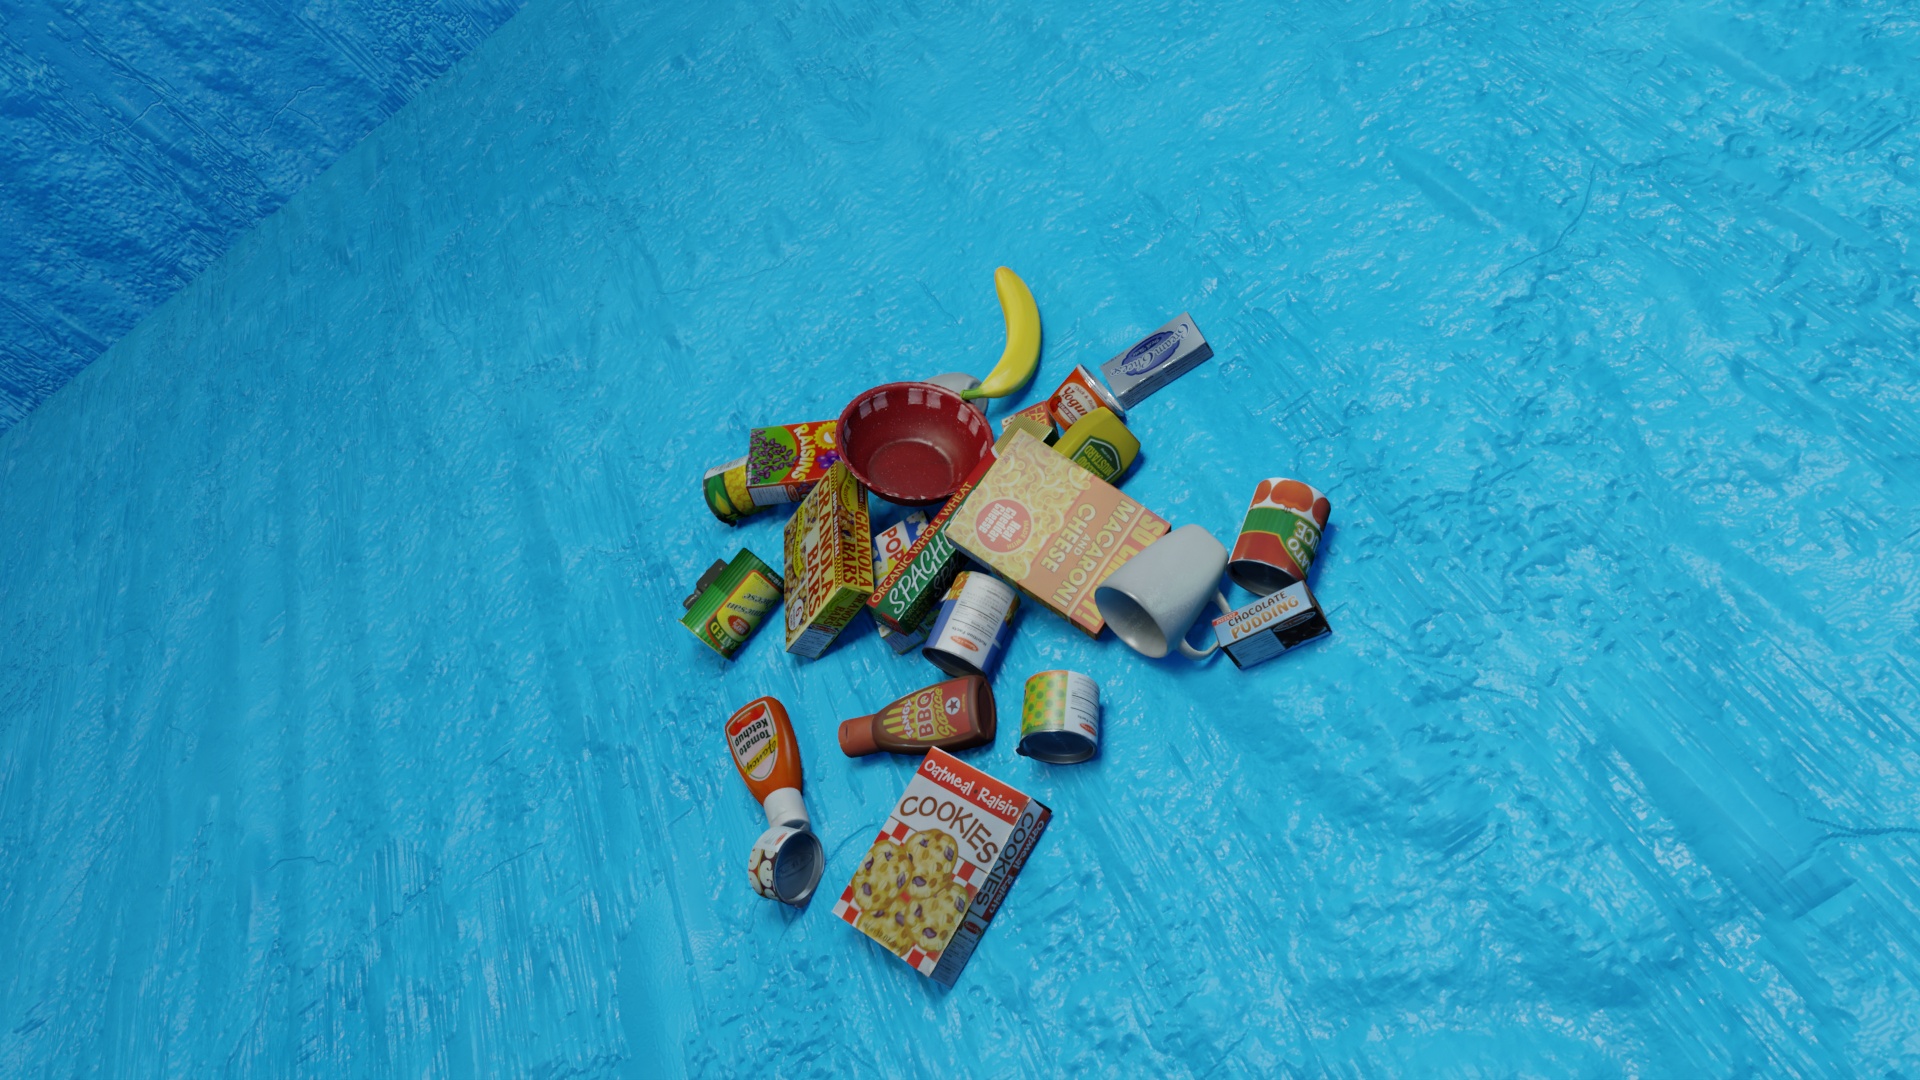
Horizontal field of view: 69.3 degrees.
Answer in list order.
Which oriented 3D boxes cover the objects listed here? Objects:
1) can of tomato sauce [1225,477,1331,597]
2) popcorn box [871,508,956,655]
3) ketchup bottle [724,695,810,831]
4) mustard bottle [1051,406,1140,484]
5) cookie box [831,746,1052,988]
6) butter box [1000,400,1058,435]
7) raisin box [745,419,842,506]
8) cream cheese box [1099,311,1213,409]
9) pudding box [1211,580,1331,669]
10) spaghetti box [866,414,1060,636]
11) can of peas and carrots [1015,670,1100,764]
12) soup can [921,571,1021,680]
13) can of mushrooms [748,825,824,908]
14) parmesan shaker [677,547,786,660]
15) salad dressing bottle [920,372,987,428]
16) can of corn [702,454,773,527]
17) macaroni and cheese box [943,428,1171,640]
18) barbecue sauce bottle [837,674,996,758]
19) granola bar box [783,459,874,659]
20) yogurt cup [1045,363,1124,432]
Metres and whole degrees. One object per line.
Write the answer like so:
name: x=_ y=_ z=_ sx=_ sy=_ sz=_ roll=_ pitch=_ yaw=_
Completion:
can of tomato sauce: x=0.270 y=-0.001 z=1.166 sx=0.071 sy=0.071 sz=0.083 roll=6 pitch=62 yaw=38
popcorn box: x=-0.048 y=0.039 z=1.375 sx=0.085 sy=0.038 sz=0.127 roll=-31 pitch=46 yaw=11
ketchup bottle: x=-0.180 y=0.221 z=1.328 sx=0.064 sy=0.043 sz=0.149 roll=-36 pitch=46 yaw=7
mustard bottle: x=0.099 y=-0.054 z=1.326 sx=0.160 sy=0.065 sz=0.049 roll=-46 pitch=19 yaw=4
cookie box: x=-0.016 y=0.273 z=1.179 sx=0.123 sy=0.040 sz=0.168 roll=20 pitch=72 yaw=42
butter box: x=0.074 y=-0.090 z=1.397 sx=0.053 sy=0.024 sz=0.104 roll=-24 pitch=48 yaw=19
raisin box: x=-0.169 y=-0.086 z=1.522 sx=0.123 sy=0.040 sz=0.086 roll=-6 pitch=53 yaw=6
cream cheese box: x=0.194 y=-0.179 z=1.380 sx=0.103 sy=0.024 sz=0.053 roll=-32 pitch=47 yaw=11
pudding box: x=0.255 y=0.070 z=1.135 sx=0.083 sy=0.049 sz=0.030 roll=-26 pitch=49 yaw=18
spaghetti box: x=0.005 y=-0.017 z=1.337 sx=0.050 sy=0.028 sz=0.251 roll=25 pitch=70 yaw=41
can of peas and carrots: x=0.083 y=0.151 z=1.182 sx=0.071 sy=0.070 sz=0.059 roll=-13 pitch=51 yaw=27
soup can: x=0.010 y=0.081 z=1.287 sx=0.071 sy=0.071 sz=0.084 roll=8 pitch=62 yaw=38
can of mushrooms: x=-0.156 y=0.293 z=1.244 sx=0.033 sy=0.071 sz=0.071 roll=3 pitch=60 yaw=36
parmesan shaker: x=-0.239 y=0.065 z=1.464 sx=0.103 sy=0.071 sz=0.071 roll=-51 pitch=45 yaw=-8
salad dressing bottle: x=-0.043 y=-0.147 z=1.507 sx=0.147 sy=0.044 sz=0.064 roll=-3 pitch=58 yaw=34
can of corn: x=-0.247 y=-0.056 z=1.566 sx=0.058 sy=0.071 sz=0.071 roll=-19 pitch=50 yaw=22
macaroni and cheese box: x=0.089 y=-0.006 z=1.261 sx=0.166 sy=0.040 sz=0.124 roll=34 pitch=82 yaw=15
barbecue sauce bottle: x=-0.041 y=0.168 z=1.271 sx=0.148 sy=0.043 sz=0.065 roll=-16 pitch=59 yaw=25
granola bar box: x=-0.136 y=0.019 z=1.414 sx=0.123 sy=0.039 sz=0.166 roll=-48 pitch=36 yaw=39
yogurt cup: x=0.121 y=-0.133 z=1.370 sx=0.054 sy=0.072 sz=0.073 roll=-42 pitch=44 yaw=13
